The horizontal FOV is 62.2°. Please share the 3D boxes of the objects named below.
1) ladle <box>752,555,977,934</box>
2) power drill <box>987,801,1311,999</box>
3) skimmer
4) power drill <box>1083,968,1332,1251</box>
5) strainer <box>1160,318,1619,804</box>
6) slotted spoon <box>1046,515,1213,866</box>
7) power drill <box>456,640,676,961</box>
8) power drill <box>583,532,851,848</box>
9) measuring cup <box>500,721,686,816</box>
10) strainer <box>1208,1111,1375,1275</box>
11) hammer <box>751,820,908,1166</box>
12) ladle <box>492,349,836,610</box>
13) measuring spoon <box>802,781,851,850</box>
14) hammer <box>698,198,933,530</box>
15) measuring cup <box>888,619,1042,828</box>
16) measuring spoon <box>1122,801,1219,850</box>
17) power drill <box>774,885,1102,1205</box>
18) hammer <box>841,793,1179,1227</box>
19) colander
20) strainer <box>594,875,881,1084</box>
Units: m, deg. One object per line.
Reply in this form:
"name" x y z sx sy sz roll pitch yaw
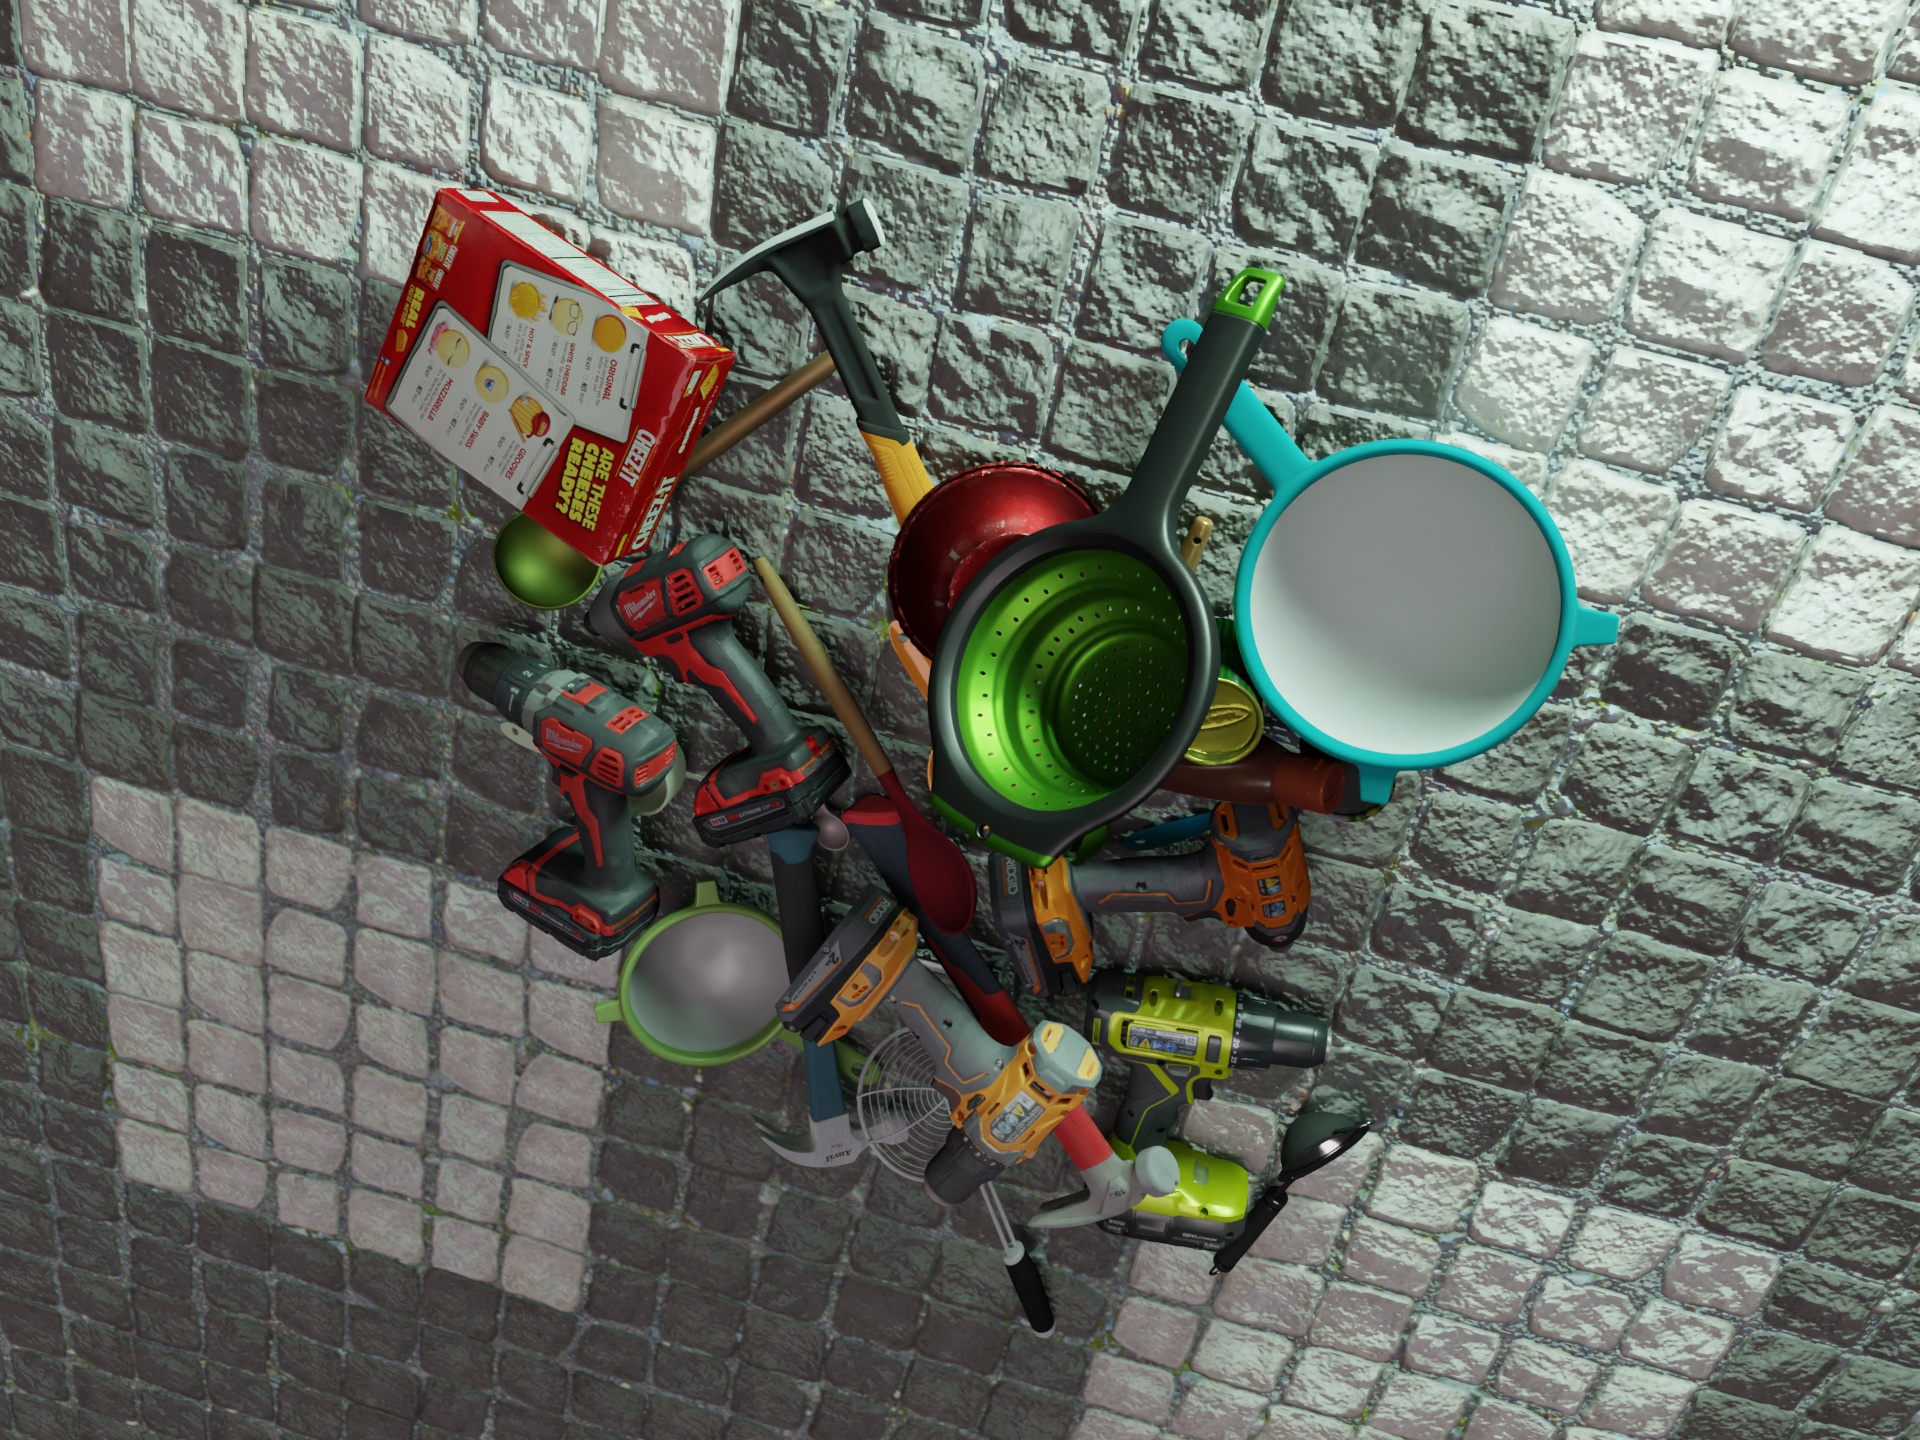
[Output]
"ladle" -0.071 0.017 1.182 0.069 0.031 0.315 -25 97 47
"power drill" 0.148 0.138 1.189 0.226 0.084 0.164 -14 135 10
"skimmer" 0.010 0.416 1.388 0.090 0.127 0.362 17 139 39
"power drill" 0.191 0.313 1.289 0.190 0.080 0.228 8 116 9
"strainer" 0.253 -0.129 1.046 0.211 0.095 0.340 -41 83 25
"slotted spoon" 0.115 -0.010 1.163 0.070 0.031 0.313 21 118 -1
"power drill" -0.308 0.055 1.223 0.188 0.080 0.226 27 130 20
"power drill" -0.188 -0.022 1.188 0.143 0.078 0.219 -17 108 32
"measuring cup" -0.291 0.021 1.266 0.168 0.038 0.083 17 127 22
"strainer" 0.267 0.395 1.336 0.086 0.050 0.258 -5 135 -36
"hammer" -0.119 0.225 1.294 0.128 0.033 0.330 -13 115 -18
"ladle" -0.204 -0.178 1.127 0.320 0.062 0.078 -30 92 21
"measuring spoon" -0.118 0.045 1.251 0.034 0.018 0.124 -14 107 32
"hammer" -0.051 -0.174 1.093 0.127 0.034 0.336 -23 115 7
"measuring cup" -0.002 -0.004 1.175 0.095 0.052 0.173 -31 100 9
"measuring spoon" 0.178 0.072 1.201 0.128 0.021 0.042 -21 123 31
"power drill" -0.030 0.258 1.217 0.226 0.084 0.185 38 117 2
"hammer" 0.014 0.231 1.262 0.143 0.038 0.386 -31 95 36
"colander" 0.122 -0.092 1.021 0.205 0.094 0.397 28 93 37
"strainer" -0.171 0.232 1.338 0.256 0.069 0.151 36 97 -28
